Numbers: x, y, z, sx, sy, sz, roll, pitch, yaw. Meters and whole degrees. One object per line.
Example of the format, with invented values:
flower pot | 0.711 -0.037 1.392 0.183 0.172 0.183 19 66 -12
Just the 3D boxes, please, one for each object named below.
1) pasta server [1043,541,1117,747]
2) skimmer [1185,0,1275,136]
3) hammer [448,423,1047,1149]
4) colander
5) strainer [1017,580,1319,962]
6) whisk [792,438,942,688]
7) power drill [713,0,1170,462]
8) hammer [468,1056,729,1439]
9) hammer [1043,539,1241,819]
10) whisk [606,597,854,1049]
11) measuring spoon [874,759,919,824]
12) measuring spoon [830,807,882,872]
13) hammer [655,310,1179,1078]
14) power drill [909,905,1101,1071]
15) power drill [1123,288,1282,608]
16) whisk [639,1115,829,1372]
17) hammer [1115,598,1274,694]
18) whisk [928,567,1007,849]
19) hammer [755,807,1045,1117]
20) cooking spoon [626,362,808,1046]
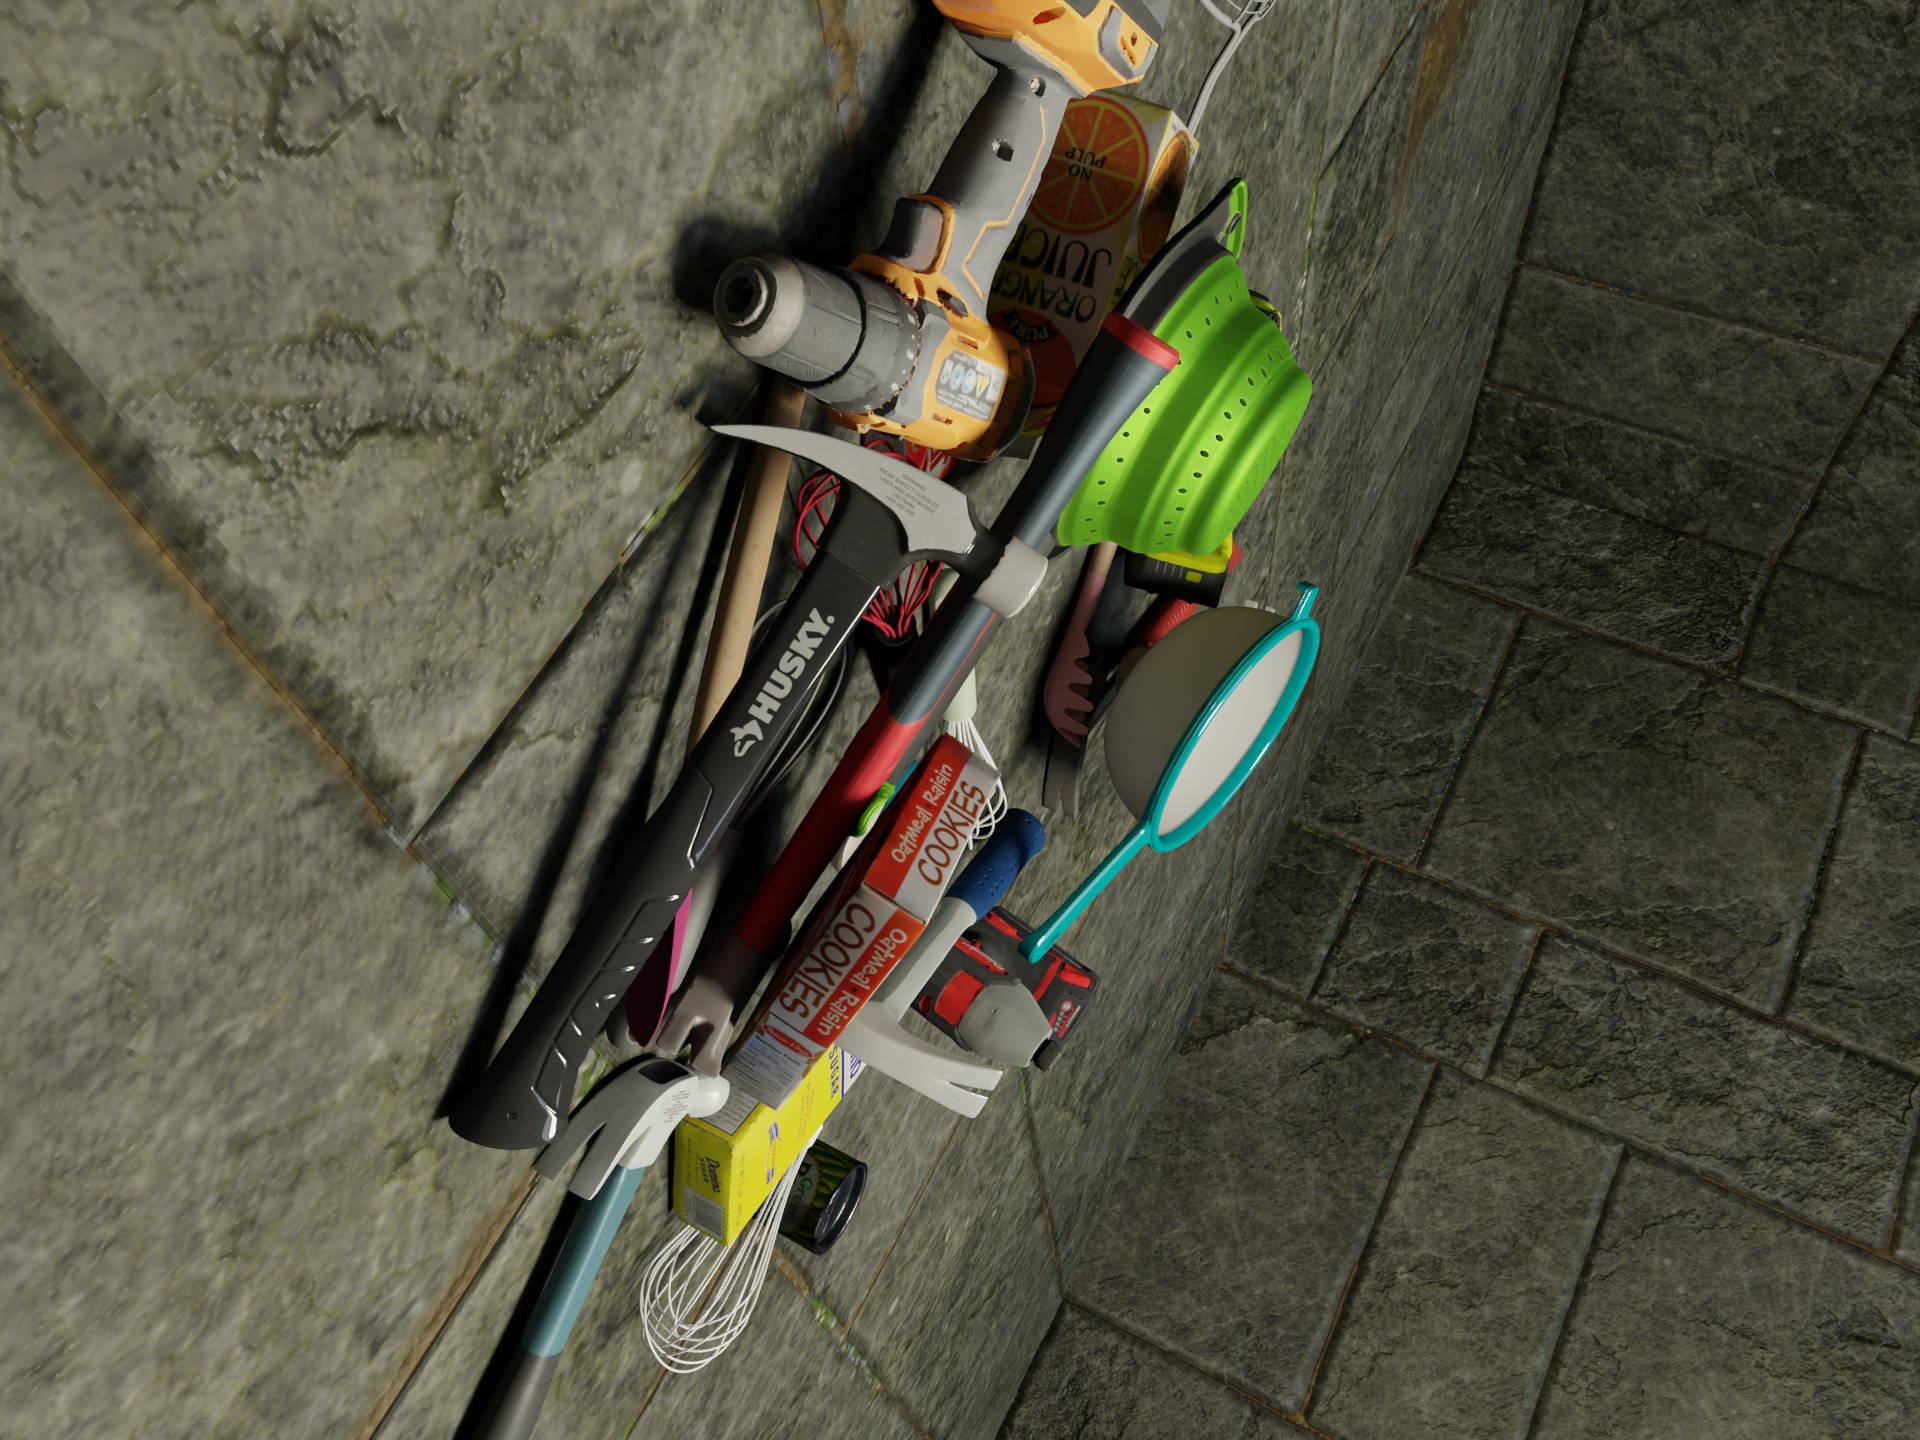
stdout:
pasta server | 0.119 -0.134 1.199 0.060 0.040 0.316 -80 -173 -79
skimmer | 0.102 -0.340 0.928 0.127 0.090 0.363 -39 157 -47
hammer | -0.113 0.033 0.657 0.335 0.146 0.035 -57 -167 3
colander | 0.076 -0.087 0.845 0.397 0.094 0.204 -57 170 -1
strainer | 0.133 0.033 1.194 0.340 0.095 0.210 -45 157 -18
whisk | -0.036 -0.058 0.829 0.073 0.073 0.295 -62 167 -16
power drill | -0.009 -0.227 0.647 0.185 0.084 0.226 3 109 -59
hammer | -0.216 0.327 0.800 0.331 0.033 0.128 -66 163 -4
hammer | 0.171 -0.064 1.430 0.359 0.037 0.149 -47 153 -46
whisk | -0.113 0.049 0.751 0.239 0.055 0.055 -65 162 5
measuring spoon | -0.050 0.083 0.998 0.129 0.021 0.042 -60 161 -20
measuring spoon | -0.052 0.039 0.964 0.034 0.018 0.124 82 28 -54
hammer | -0.023 -0.009 0.725 0.386 0.038 0.143 -56 -175 18
power drill | 0.028 0.198 1.161 0.078 0.143 0.219 -57 164 3
power drill | 0.189 -0.208 1.208 0.171 0.080 0.223 -67 170 -67
whisk | -0.114 0.282 1.002 0.285 0.070 0.070 -54 158 -47
hammer | 0.217 -0.051 1.457 0.410 0.038 0.146 0 110 -69
whisk | -0.002 -0.003 1.012 0.246 0.058 0.059 86 -3 -48
hammer | 0.001 0.134 1.054 0.035 0.144 0.405 -60 173 19
cooking spoon | -0.108 -0.008 0.700 0.017 0.069 0.319 10 100 -27
